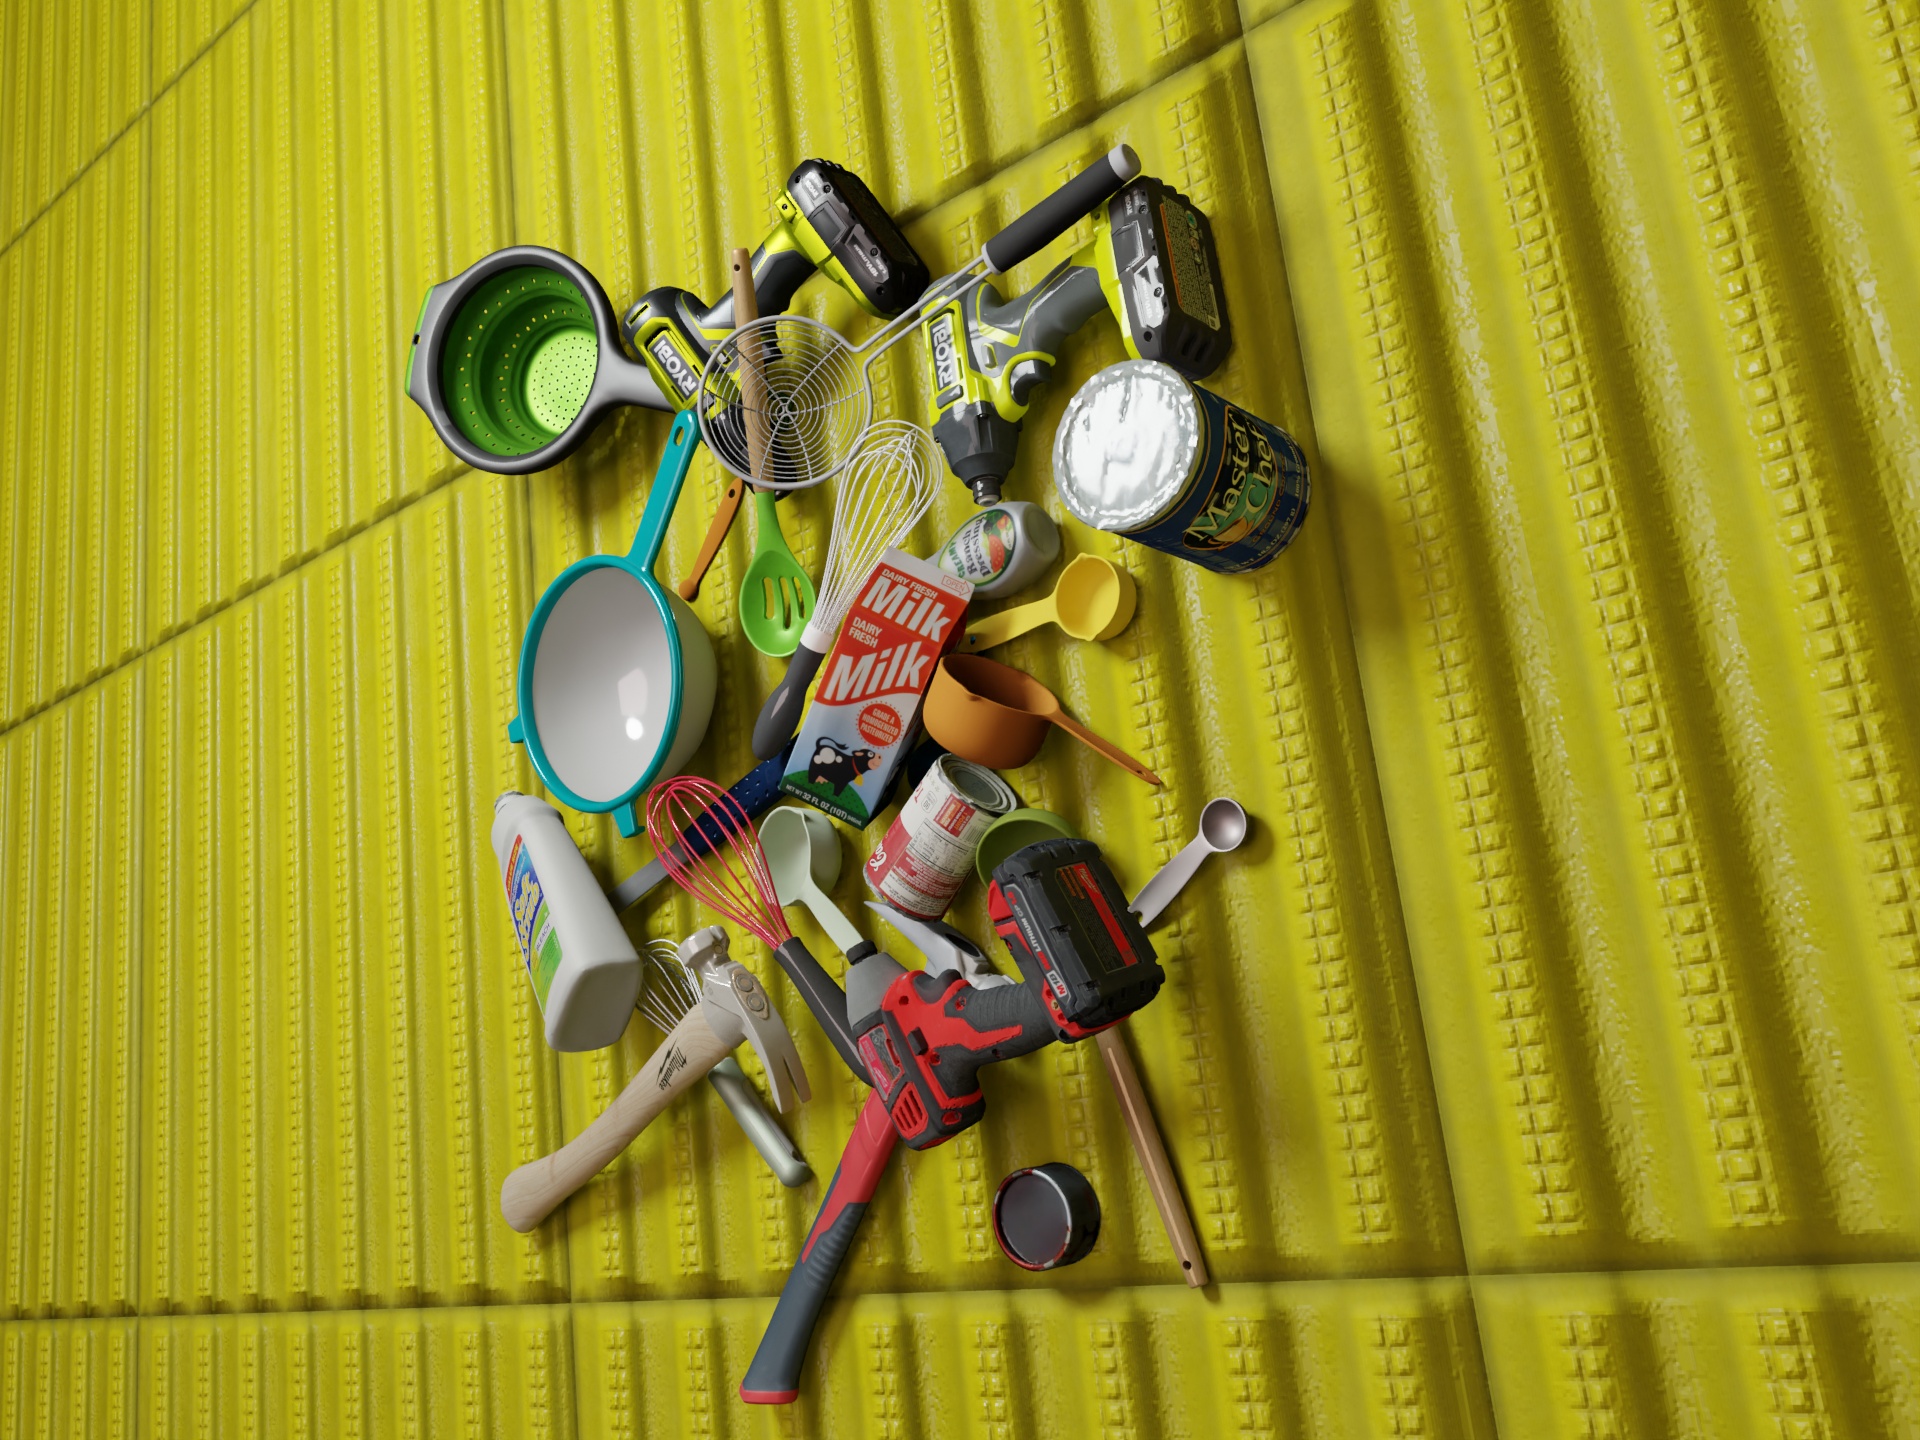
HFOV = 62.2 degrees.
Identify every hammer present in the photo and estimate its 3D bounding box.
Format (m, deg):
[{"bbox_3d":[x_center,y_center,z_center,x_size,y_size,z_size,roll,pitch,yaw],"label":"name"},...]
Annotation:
[{"bbox_3d":[-0.263,0.325,1.268,0.410,0.038,0.146,-45,70,36],"label":"hammer"},{"bbox_3d":[-0.085,0.323,1.158,0.143,0.038,0.386,33,104,39],"label":"hammer"},{"bbox_3d":[-0.231,0.102,1.312,0.405,0.035,0.144,-37,62,30],"label":"hammer"}]

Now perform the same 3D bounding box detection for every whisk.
[{"bbox_3d":[-0.091,-0.089,1.172,0.070,0.070,0.284,42,115,35],"label":"whisk"},{"bbox_3d":[-0.192,0.267,1.250,0.059,0.057,0.247,-44,61,2],"label":"whisk"},{"bbox_3d":[-0.138,0.151,1.156,0.296,0.073,0.073,48,113,23],"label":"whisk"}]

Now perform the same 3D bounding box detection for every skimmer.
[{"bbox_3d":[-0.035,-0.280,1.092,0.363,0.090,0.127,-27,95,37],"label":"skimmer"}]

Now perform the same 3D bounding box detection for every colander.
[{"bbox_3d":[-0.306,-0.297,1.414,0.397,0.094,0.204,15,93,22],"label":"colander"}]

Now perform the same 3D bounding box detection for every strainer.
[{"bbox_3d":[-0.247,-0.086,1.309,0.211,0.095,0.340,32,107,36],"label":"strainer"}]

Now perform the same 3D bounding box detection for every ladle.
[{"bbox_3d":[0.089,0.205,1.023,0.078,0.062,0.320,-31,67,30],"label":"ladle"}]

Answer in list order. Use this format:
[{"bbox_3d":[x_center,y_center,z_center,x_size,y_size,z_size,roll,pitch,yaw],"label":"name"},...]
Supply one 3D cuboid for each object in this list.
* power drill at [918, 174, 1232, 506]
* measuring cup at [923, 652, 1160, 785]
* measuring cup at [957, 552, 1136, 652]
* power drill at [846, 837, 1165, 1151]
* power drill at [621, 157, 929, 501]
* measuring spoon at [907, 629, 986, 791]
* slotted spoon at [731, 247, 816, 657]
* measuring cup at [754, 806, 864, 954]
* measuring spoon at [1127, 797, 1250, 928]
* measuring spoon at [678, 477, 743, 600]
[{"bbox_3d":[0.069,-0.258,1.099,0.223,0.080,0.171,-21,70,39],"label":"power drill"},{"bbox_3d":[0.052,0.017,1.077,0.174,0.095,0.052,32,112,19],"label":"measuring cup"},{"bbox_3d":[0.059,-0.071,1.112,0.156,0.029,0.062,-18,72,44],"label":"measuring cup"},{"bbox_3d":[0.012,0.170,1.018,0.219,0.078,0.143,-41,69,35],"label":"power drill"},{"bbox_3d":[-0.138,-0.303,1.247,0.228,0.080,0.190,-38,85,24],"label":"power drill"},{"bbox_3d":[-0.002,-0.004,1.158,0.042,0.021,0.128,17,85,36],"label":"measuring spoon"},{"bbox_3d":[-0.153,-0.203,1.232,0.070,0.031,0.313,3,109,22],"label":"slotted spoon"},{"bbox_3d":[-0.098,0.128,1.186,0.168,0.038,0.083,45,118,42],"label":"measuring cup"},{"bbox_3d":[0.145,0.096,1.023,0.124,0.018,0.034,-52,55,29],"label":"measuring spoon"},{"bbox_3d":[-0.213,-0.154,1.352,0.021,0.011,0.117,38,107,36],"label":"measuring spoon"}]
